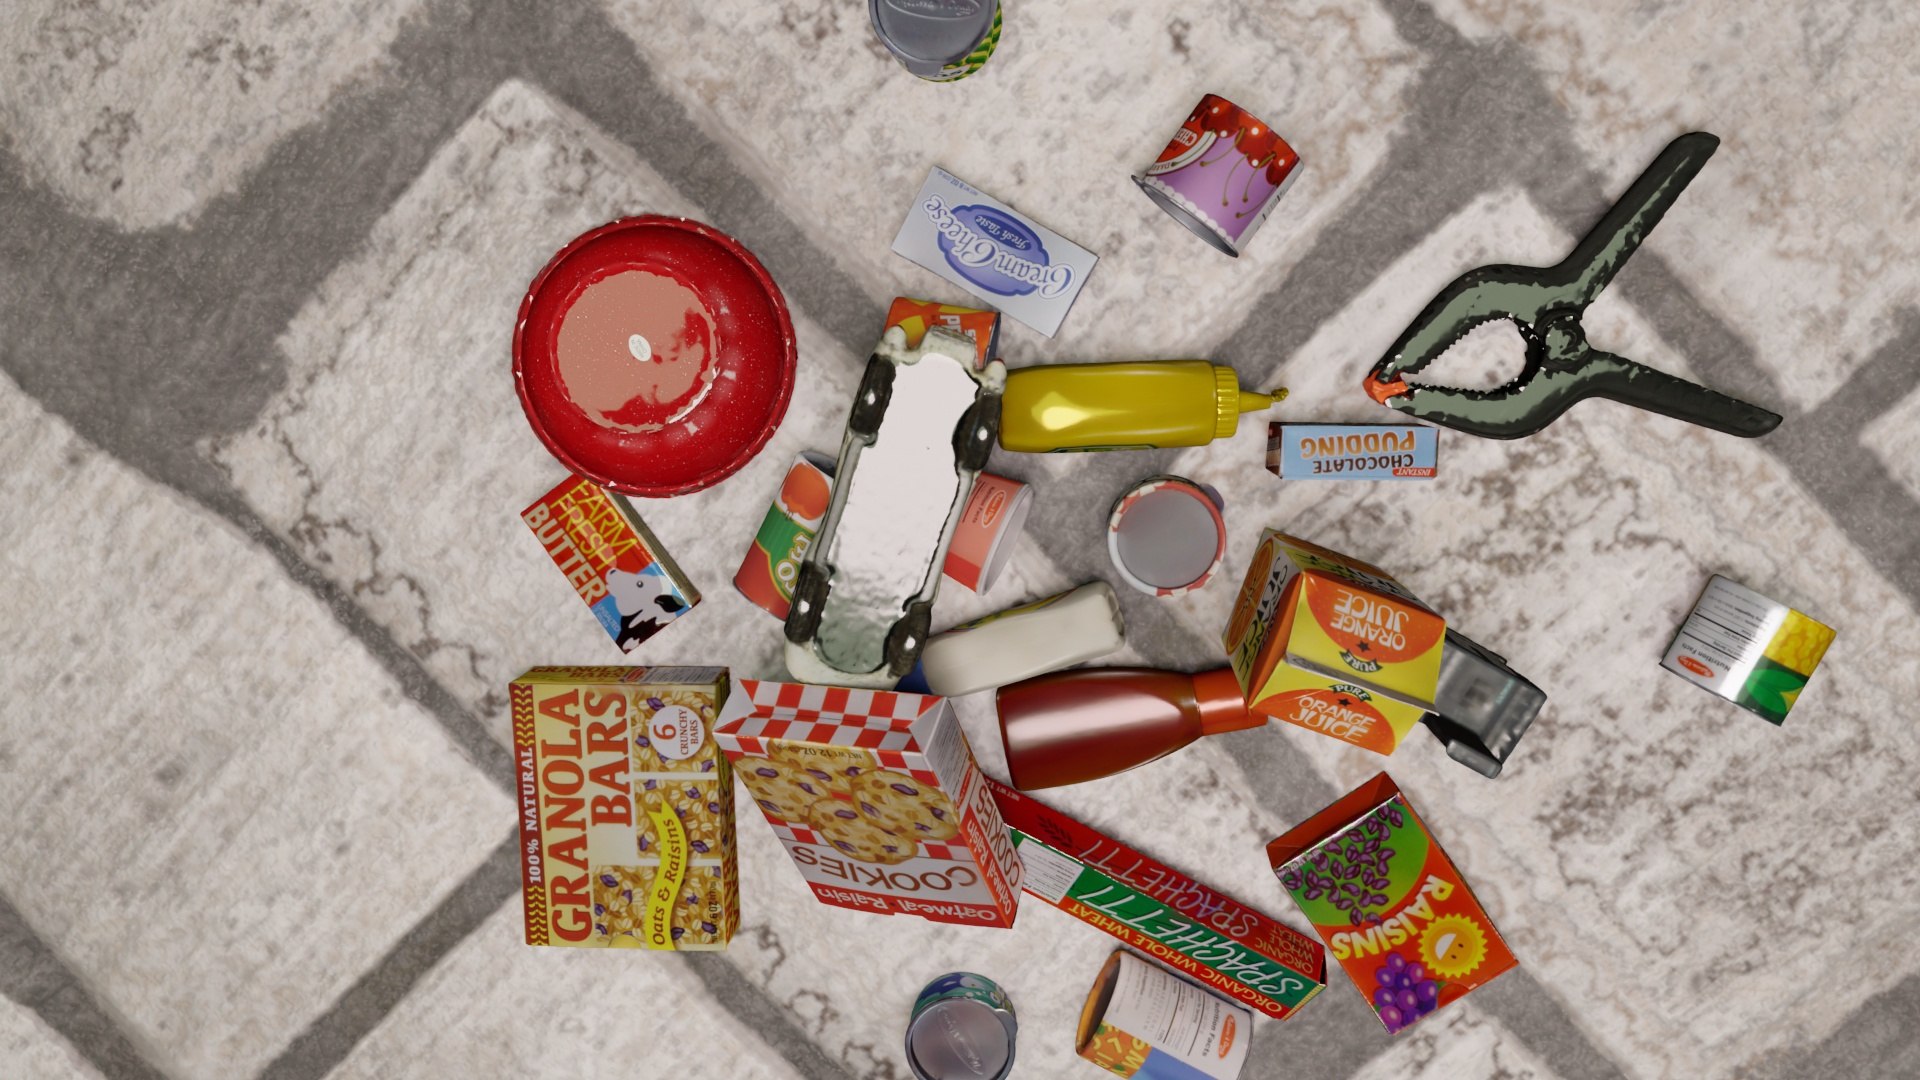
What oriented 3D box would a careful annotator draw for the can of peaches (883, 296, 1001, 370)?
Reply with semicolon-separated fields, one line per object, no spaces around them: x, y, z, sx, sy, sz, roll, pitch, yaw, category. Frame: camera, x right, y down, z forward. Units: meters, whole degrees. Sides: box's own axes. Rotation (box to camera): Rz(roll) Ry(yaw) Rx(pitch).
-0.012;-0.097;0.755;0.058;0.071;0.071;10;100;4;can of peaches

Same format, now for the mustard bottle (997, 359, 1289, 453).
0.099;-0.073;0.754;0.160;0.065;0.048;-2;95;1;mustard bottle

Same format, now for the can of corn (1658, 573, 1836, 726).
0.424;0.059;0.748;0.071;0.071;0.058;26;100;0;can of corn

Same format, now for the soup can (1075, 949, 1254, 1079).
0.117;0.288;0.809;0.084;0.071;0.071;26;101;1;soup can

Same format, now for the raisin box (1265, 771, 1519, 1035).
0.247;0.209;0.798;0.086;0.040;0.123;-35;96;8;raisin box

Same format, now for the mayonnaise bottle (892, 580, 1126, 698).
0.018;0.062;0.784;0.148;0.065;0.041;-17;90;11;mayonnaise bottle

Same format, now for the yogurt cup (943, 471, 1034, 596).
0.003;-0.010;0.772;0.054;0.072;0.072;24;101;9;yogurt cup

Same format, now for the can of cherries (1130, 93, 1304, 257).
0.135;-0.193;0.729;0.071;0.071;0.058;37;100;-2;can of cherries

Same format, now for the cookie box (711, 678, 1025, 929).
-0.045;0.146;0.752;0.123;0.040;0.166;2;136;24;cookie box

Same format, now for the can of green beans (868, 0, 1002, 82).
-0.012;-0.279;0.732;0.071;0.058;0.071;1;99;4;can of green beans

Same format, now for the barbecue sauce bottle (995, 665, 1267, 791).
0.098;0.100;0.791;0.148;0.044;0.064;-11;99;6;barbecue sauce bottle

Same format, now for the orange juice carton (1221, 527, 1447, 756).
0.185;0.051;0.700;0.072;0.193;0.073;20;100;2;orange juice carton

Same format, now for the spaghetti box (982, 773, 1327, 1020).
0.091;0.204;0.806;0.250;0.029;0.049;27;131;0;spaghetti box

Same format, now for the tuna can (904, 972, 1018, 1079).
0.003;0.296;0.835;0.071;0.033;0.071;1;99;5;tuna can

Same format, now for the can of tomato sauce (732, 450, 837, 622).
-0.079;0.001;0.776;0.071;0.071;0.083;28;100;0;can of tomato sauce

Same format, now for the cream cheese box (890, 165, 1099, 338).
0.019;-0.158;0.766;0.104;0.024;0.053;29;102;0;cream cheese box

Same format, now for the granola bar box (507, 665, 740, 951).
-0.198;0.160;0.827;0.124;0.039;0.165;0;99;5;granola bar box

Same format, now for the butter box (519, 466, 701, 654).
-0.204;0.010;0.811;0.053;0.024;0.103;-35;95;9;butter box

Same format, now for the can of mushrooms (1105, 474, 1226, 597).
0.117;-0.004;0.778;0.071;0.033;0.071;1;99;5;can of mushrooms

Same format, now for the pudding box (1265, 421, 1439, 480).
0.211;-0.049;0.755;0.084;0.050;0.030;1;98;5;pudding box
